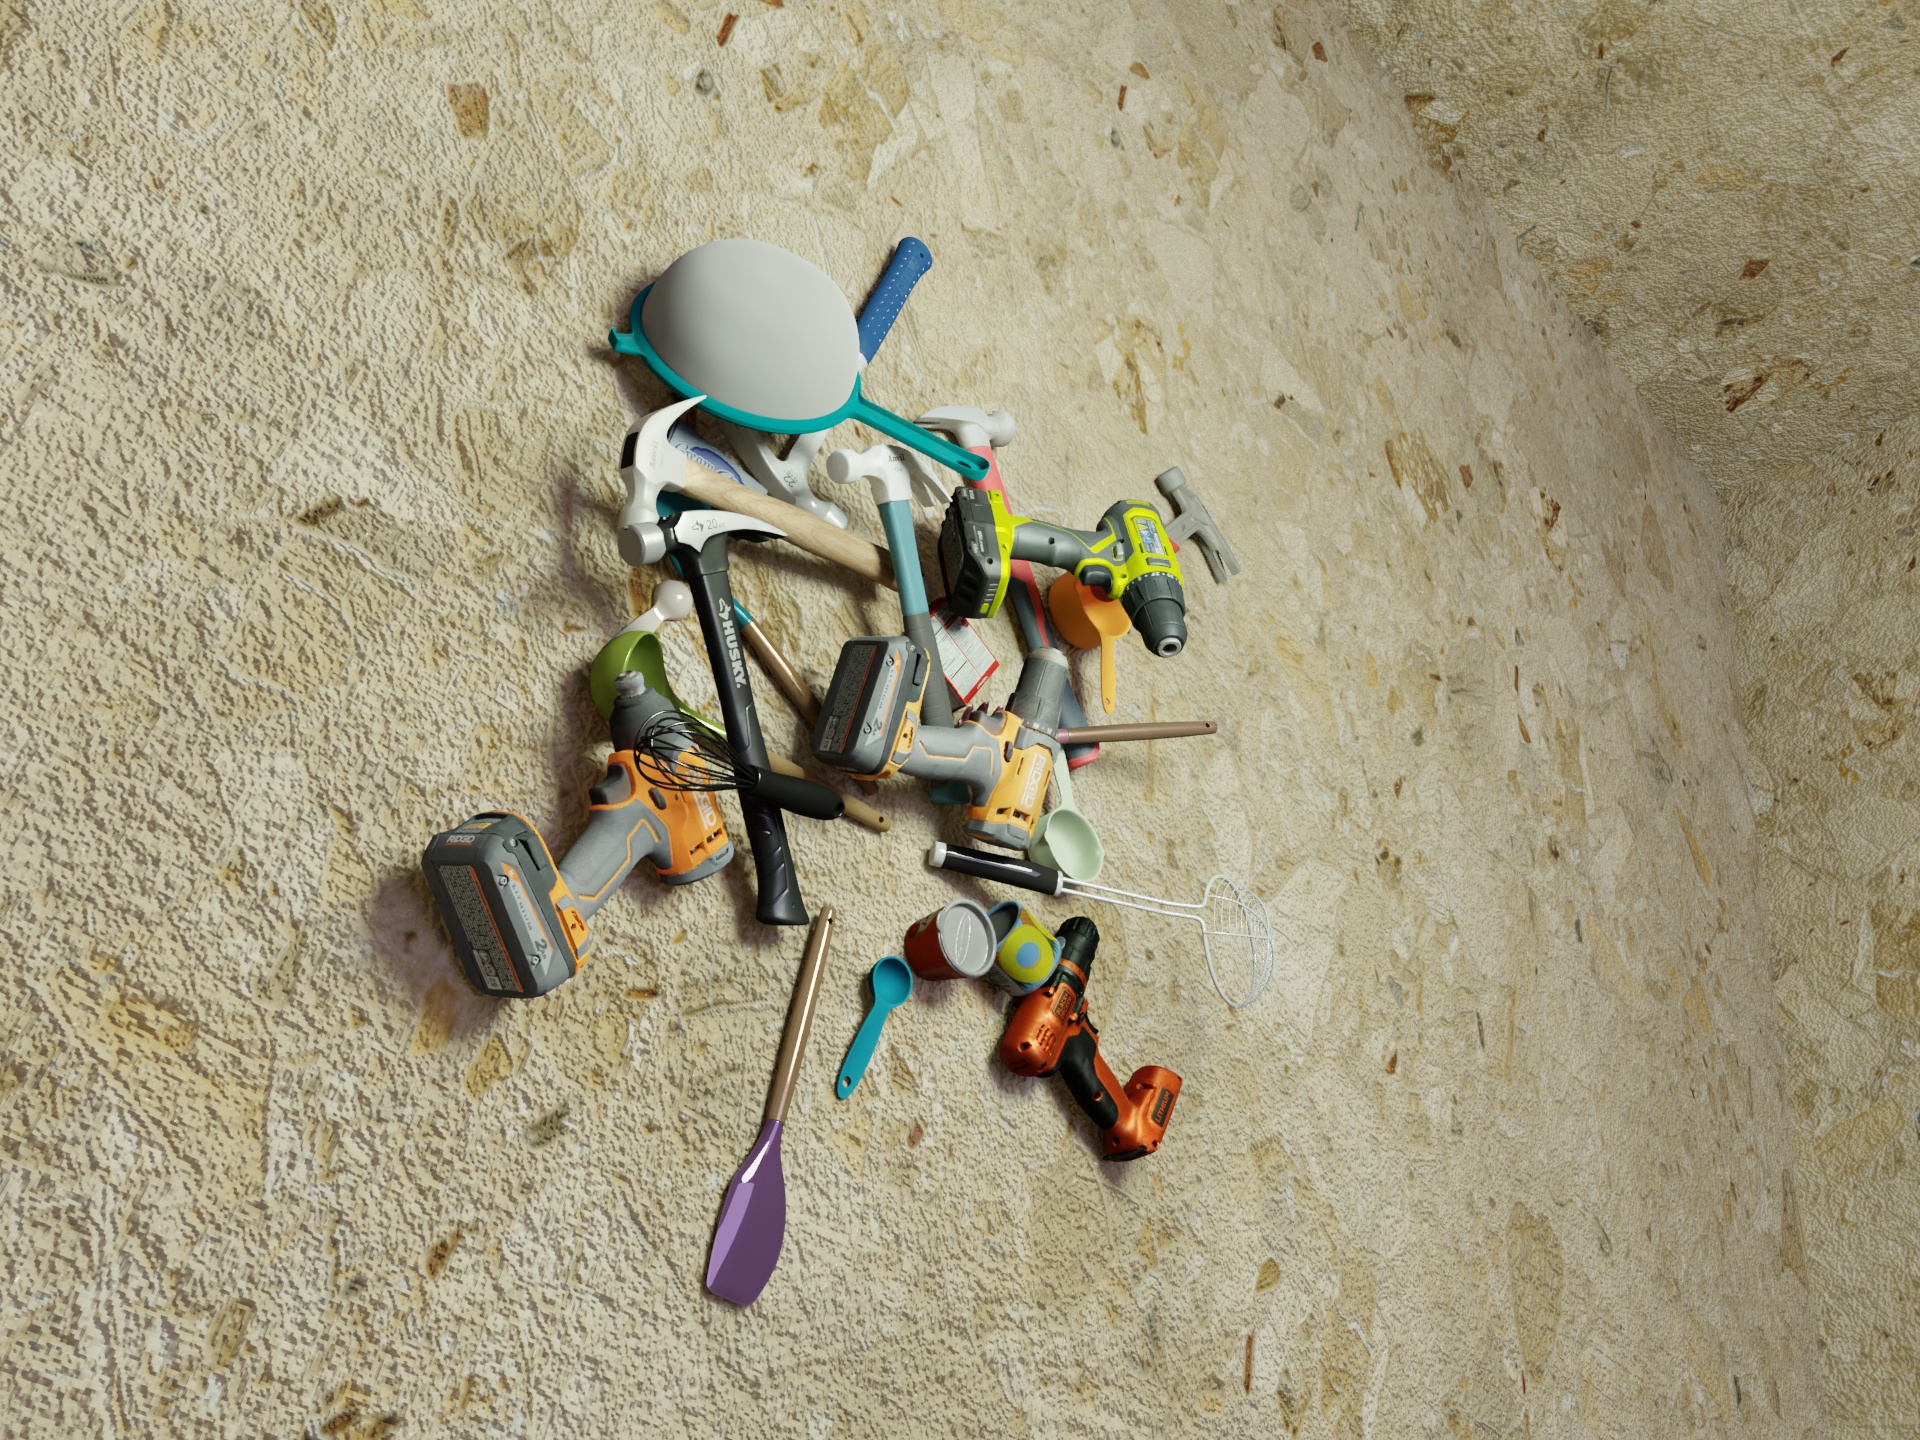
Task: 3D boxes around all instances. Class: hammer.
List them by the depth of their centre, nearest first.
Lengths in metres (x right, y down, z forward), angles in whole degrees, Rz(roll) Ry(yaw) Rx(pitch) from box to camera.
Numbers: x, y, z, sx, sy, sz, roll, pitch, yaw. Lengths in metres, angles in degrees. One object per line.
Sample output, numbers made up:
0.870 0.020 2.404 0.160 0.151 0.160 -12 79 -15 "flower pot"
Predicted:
-0.166 0.001 1.235 0.146 0.035 0.334 -21 101 -49 "hammer"
-0.154 -0.173 1.344 0.331 0.031 0.130 19 69 -50 "hammer"
-0.039 -0.082 1.427 0.128 0.033 0.331 -17 98 -50 "hammer"
-0.108 -0.349 1.537 0.144 0.035 0.406 43 45 -24 "hammer"
0.052 -0.134 1.601 0.143 0.038 0.386 -10 79 -47 "hammer"
0.221 -0.182 1.752 0.149 0.036 0.359 58 29 -4 "hammer"

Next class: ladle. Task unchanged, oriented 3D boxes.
-0.165 0.023 1.284 0.319 0.062 0.078 32 63 -36 "ladle"

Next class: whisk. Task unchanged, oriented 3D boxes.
-0.156 0.041 1.172 0.238 0.055 0.055 26 53 -56 "whisk"

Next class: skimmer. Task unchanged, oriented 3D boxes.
0.135 0.177 1.478 0.363 0.090 0.127 15 58 -14 "skimmer"

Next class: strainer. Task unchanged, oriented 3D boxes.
-0.114 -0.319 1.369 0.340 0.095 0.211 28 41 -2 "strainer"

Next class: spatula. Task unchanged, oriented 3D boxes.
-0.134 0.284 1.217 0.059 0.018 0.316 35 50 -32 "spatula"
-0.158 -0.064 1.340 0.317 0.044 0.082 54 38 -15 "spatula"

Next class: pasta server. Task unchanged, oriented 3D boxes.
0.129 0.011 1.557 0.316 0.040 0.060 -3 69 -30 "pasta server"

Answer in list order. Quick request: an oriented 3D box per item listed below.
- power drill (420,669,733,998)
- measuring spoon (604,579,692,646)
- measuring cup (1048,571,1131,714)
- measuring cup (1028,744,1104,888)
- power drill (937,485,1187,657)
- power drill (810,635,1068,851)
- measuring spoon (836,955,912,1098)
-0.261 0.073 1.114 0.226 0.084 0.164 -40 120 -50 "power drill"
-0.250 -0.074 1.267 0.034 0.018 0.124 52 43 -15 "measuring spoon"
0.133 -0.080 1.652 0.095 0.052 0.174 20 60 -40 "measuring cup"
0.091 0.085 1.541 0.083 0.038 0.168 17 52 -40 "measuring cup"
0.103 -0.141 1.511 0.228 0.080 0.191 5 45 -15 "power drill"
-0.002 -0.004 1.377 0.226 0.084 0.185 25 77 -36 "power drill"
-0.078 0.251 1.299 0.042 0.021 0.129 42 55 -26 "measuring spoon"
